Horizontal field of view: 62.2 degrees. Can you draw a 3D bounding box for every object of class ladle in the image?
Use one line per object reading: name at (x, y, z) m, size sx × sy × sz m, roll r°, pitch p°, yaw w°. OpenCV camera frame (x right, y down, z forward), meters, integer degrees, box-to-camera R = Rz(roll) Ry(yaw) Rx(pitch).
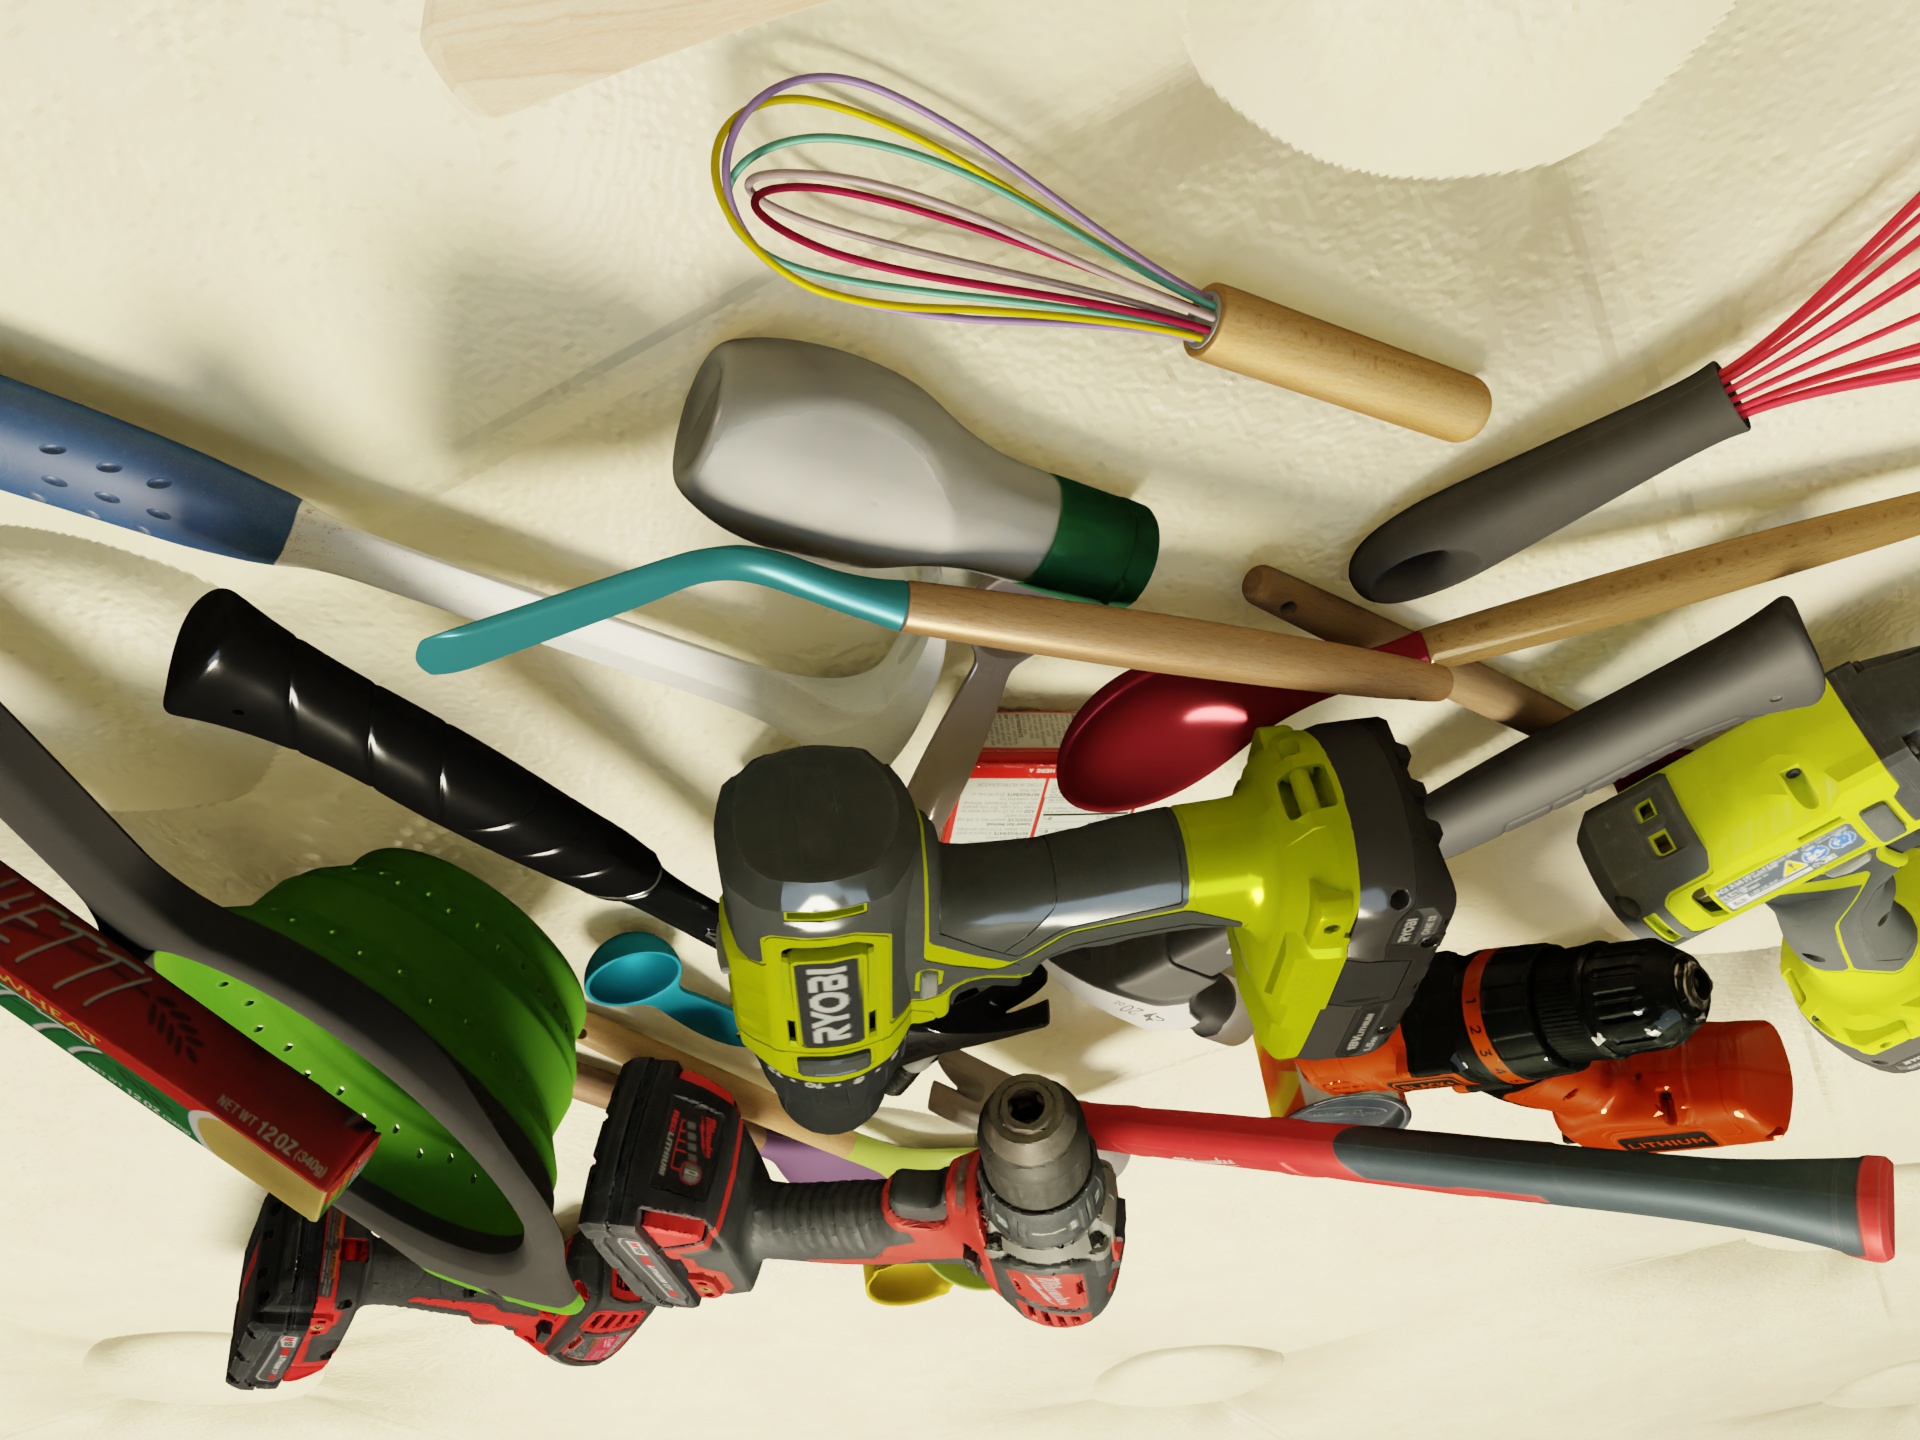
ladle at (0.182, -0.031, 0.536) m, size 0.315 × 0.031 × 0.069 m, roll -16°, pitch 140°, yaw 5°
ladle at (-0.073, 0.214, 0.805) m, size 0.319 × 0.062 × 0.078 m, roll 35°, pitch 99°, yaw -35°

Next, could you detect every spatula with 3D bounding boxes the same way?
spatula at (0.006, -0.020, 0.476) m, size 0.317 × 0.044 × 0.082 m, roll 7°, pitch 173°, yaw -16°
spatula at (-0.126, 0.212, 0.822) m, size 0.059 × 0.018 × 0.315 m, roll -40°, pitch 131°, yaw 22°

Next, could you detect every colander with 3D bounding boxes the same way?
colander at (-0.248, 0.055, 0.568) m, size 0.204 × 0.094 × 0.396 m, roll -3°, pitch 129°, yaw 39°

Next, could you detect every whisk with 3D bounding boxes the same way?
whisk at (0.244, -0.103, 0.461) m, size 0.296 × 0.073 × 0.073 m, roll -28°, pitch 136°, yaw 33°
whisk at (0.048, -0.112, 0.435) m, size 0.244 × 0.047 × 0.051 m, roll 11°, pitch 136°, yaw -25°

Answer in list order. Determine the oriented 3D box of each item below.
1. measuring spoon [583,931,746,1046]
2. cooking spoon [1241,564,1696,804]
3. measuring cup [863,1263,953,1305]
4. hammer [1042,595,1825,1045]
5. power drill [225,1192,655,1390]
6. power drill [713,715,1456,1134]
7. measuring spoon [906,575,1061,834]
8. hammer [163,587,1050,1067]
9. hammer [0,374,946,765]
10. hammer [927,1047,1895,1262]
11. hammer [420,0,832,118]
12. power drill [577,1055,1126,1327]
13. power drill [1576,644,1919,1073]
measuring spoon at (-0.125, 0.122, 0.721) m, size 0.042 × 0.021 × 0.128 m, roll -30°, pitch 145°, yaw 9°
cooking spoon at (0.229, 0.001, 0.612) m, size 0.318 × 0.017 × 0.068 m, roll 20°, pitch 131°, yaw -29°
measuring cup at (0.003, 0.298, 0.947) m, size 0.156 × 0.029 × 0.062 m, roll -42°, pitch 130°, yaw 20°
hammer at (0.173, 0.046, 0.625) m, size 0.146 × 0.035 × 0.334 m, roll 24°, pitch 137°, yaw -33°
power drill at (-0.288, 0.327, 0.901) m, size 0.219 × 0.079 × 0.143 m, roll 12°, pitch 138°, yaw -25°
power drill at (0.033, 0.078, 0.546) m, size 0.228 × 0.080 × 0.190 m, roll -6°, pitch 141°, yaw -6°
measuring spoon at (-0.001, -0.002, 0.556) m, size 0.034 × 0.018 × 0.124 m, roll 11°, pitch 120°, yaw -27°
hammer at (-0.108, 0.062, 0.578) m, size 0.149 × 0.036 × 0.408 m, roll -16°, pitch 148°, yaw 23°
hammer at (-0.188, -0.057, 0.475) m, size 0.405 × 0.035 × 0.144 m, roll 20°, pitch 135°, yaw -28°
hammer at (0.168, 0.179, 0.666) m, size 0.386 × 0.038 × 0.143 m, roll -6°, pitch 151°, yaw 39°
hammer at (0.080, -0.199, 0.338) m, size 0.410 × 0.038 × 0.146 m, roll -14°, pitch 141°, yaw 11°
power drill at (-0.043, 0.200, 0.687) m, size 0.227 × 0.080 × 0.187 m, roll 2°, pitch 143°, yaw 10°
power drill at (0.376, 0.056, 0.638) m, size 0.171 × 0.080 × 0.223 m, roll -37°, pitch 132°, yaw 28°
